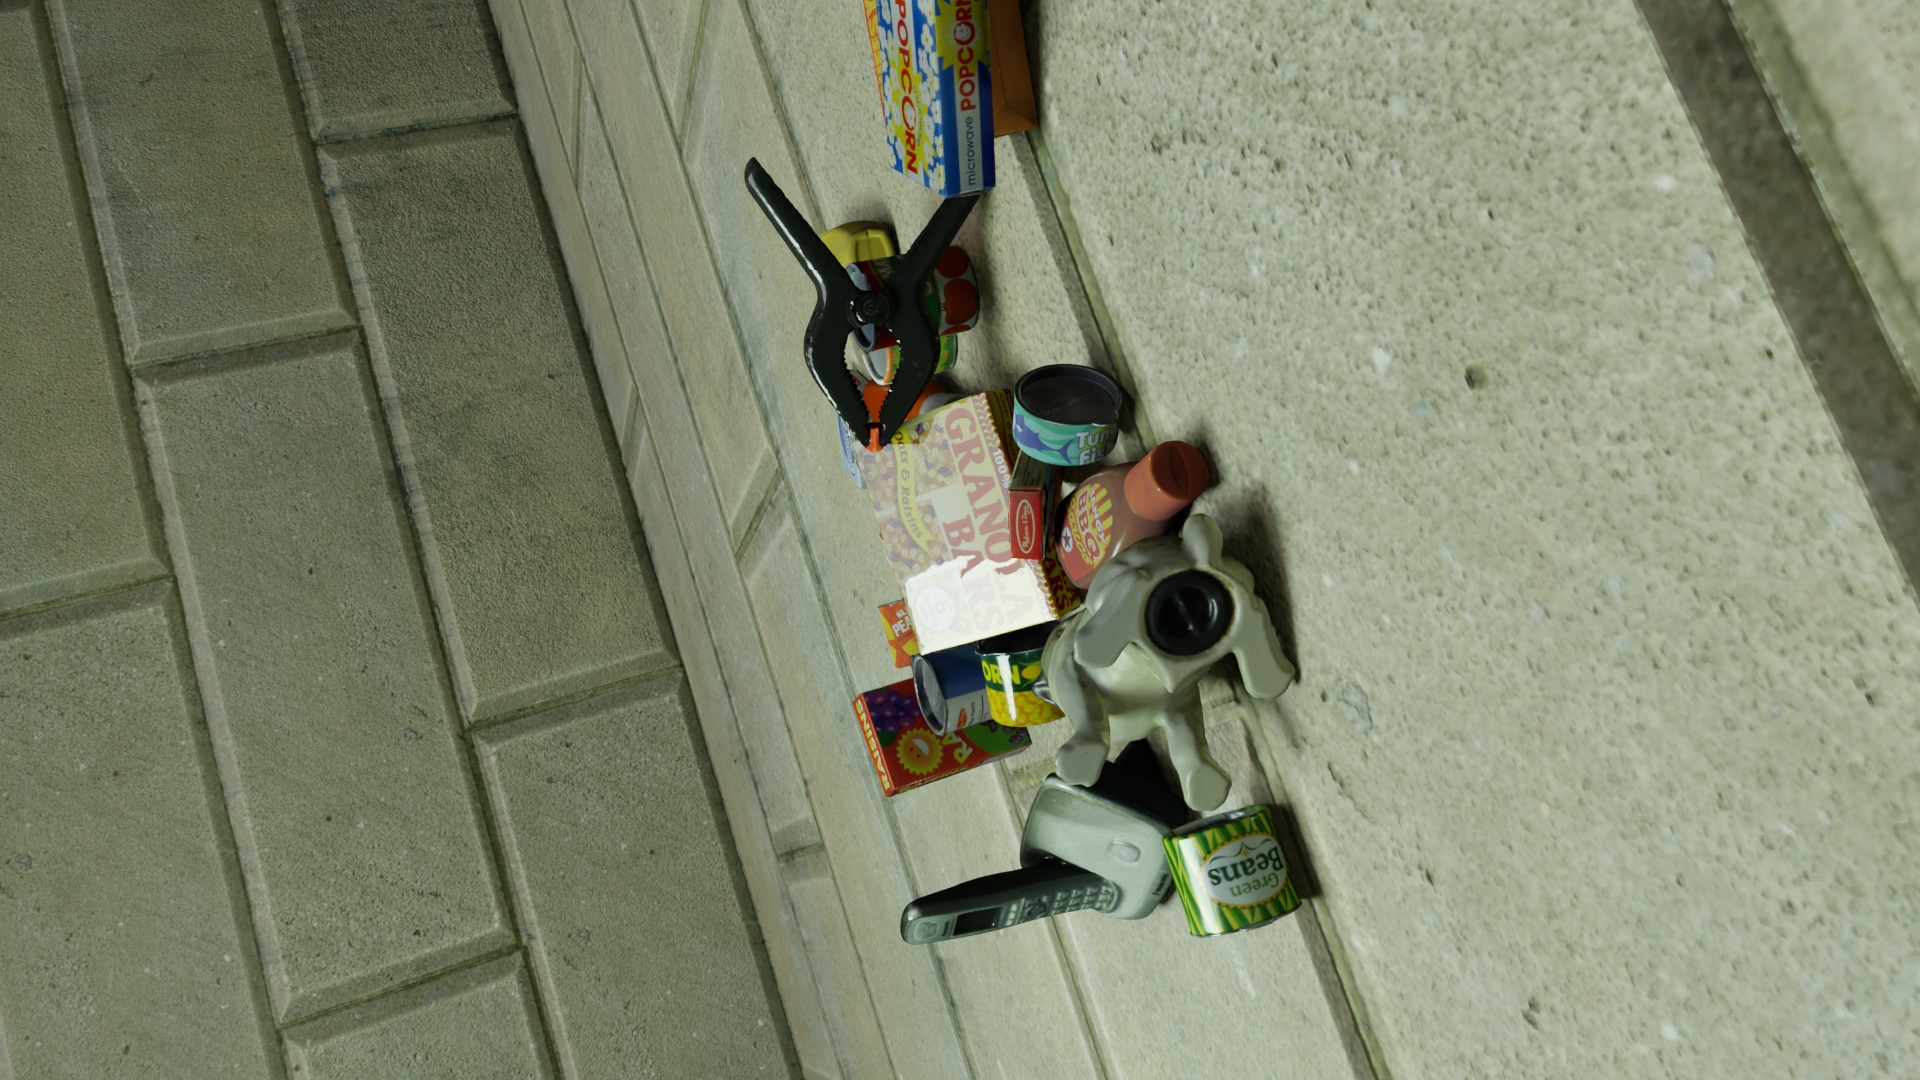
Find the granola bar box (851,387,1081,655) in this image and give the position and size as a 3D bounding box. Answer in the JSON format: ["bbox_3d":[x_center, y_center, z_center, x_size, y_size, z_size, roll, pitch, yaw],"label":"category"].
[{"bbox_3d":[0.004,-0.013,0.999,0.124,0.039,0.165,-18,90,33],"label":"granola bar box"}]

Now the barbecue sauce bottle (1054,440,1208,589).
[{"bbox_3d":[0.101,-0.018,0.829,0.148,0.044,0.065,134,127,-67],"label":"barbecue sauce bottle"}]

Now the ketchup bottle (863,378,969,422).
[{"bbox_3d":[-0.030,-0.102,1.113,0.064,0.043,0.149,57,166,-20],"label":"ketchup bottle"}]

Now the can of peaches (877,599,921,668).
[{"bbox_3d":[-0.034,0.076,1.222,0.071,0.071,0.058,160,94,-70],"label":"can of peaches"}]

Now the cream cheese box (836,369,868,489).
[{"bbox_3d":[-0.098,-0.106,1.329,0.053,0.024,0.103,-134,35,-54],"label":"cream cheese box"}]

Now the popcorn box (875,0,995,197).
[{"bbox_3d":[-0.016,-0.281,0.845,0.085,0.038,0.126,-134,34,-52],"label":"popcorn box"}]

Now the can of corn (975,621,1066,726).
[{"bbox_3d":[0.048,0.098,1.014,0.071,0.071,0.058,-158,54,-65],"label":"can of corn"}]

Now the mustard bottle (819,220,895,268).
[{"bbox_3d":[-0.101,-0.241,1.203,0.160,0.049,0.065,-157,55,-66],"label":"mustard bottle"}]

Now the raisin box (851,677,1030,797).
[{"bbox_3d":[-0.016,0.151,1.145,0.040,0.124,0.086,127,125,-65],"label":"raisin box"}]

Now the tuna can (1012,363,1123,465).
[{"bbox_3d":[0.067,-0.076,0.848,0.071,0.071,0.032,-125,27,-44],"label":"tuna can"}]

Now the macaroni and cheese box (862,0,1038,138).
[{"bbox_3d":[-0.010,-0.322,0.916,0.166,0.040,0.123,-157,55,-65],"label":"macaroni and cheese box"}]

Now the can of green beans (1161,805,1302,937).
[{"bbox_3d":[0.155,0.189,0.799,0.071,0.071,0.058,143,111,-69],"label":"can of green beans"}]

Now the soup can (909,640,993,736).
[{"bbox_3d":[0.011,0.109,1.100,0.071,0.084,0.071,166,89,-70],"label":"soup can"}]

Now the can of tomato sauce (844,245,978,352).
[{"bbox_3d":[-0.037,-0.180,1.024,0.071,0.083,0.071,166,89,-70],"label":"can of tomato sauce"}]

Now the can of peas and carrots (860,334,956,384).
[{"bbox_3d":[-0.043,-0.162,1.090,0.071,0.059,0.071,166,89,-70],"label":"can of peas and carrots"}]

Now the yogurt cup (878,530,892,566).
[{"bbox_3d":[-0.024,-0.005,1.147,0.072,0.072,0.053,68,151,19],"label":"yogurt cup"}]

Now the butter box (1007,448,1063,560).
[{"bbox_3d":[0.050,-0.036,0.906,0.104,0.024,0.052,-71,-18,-57],"label":"butter box"}]
